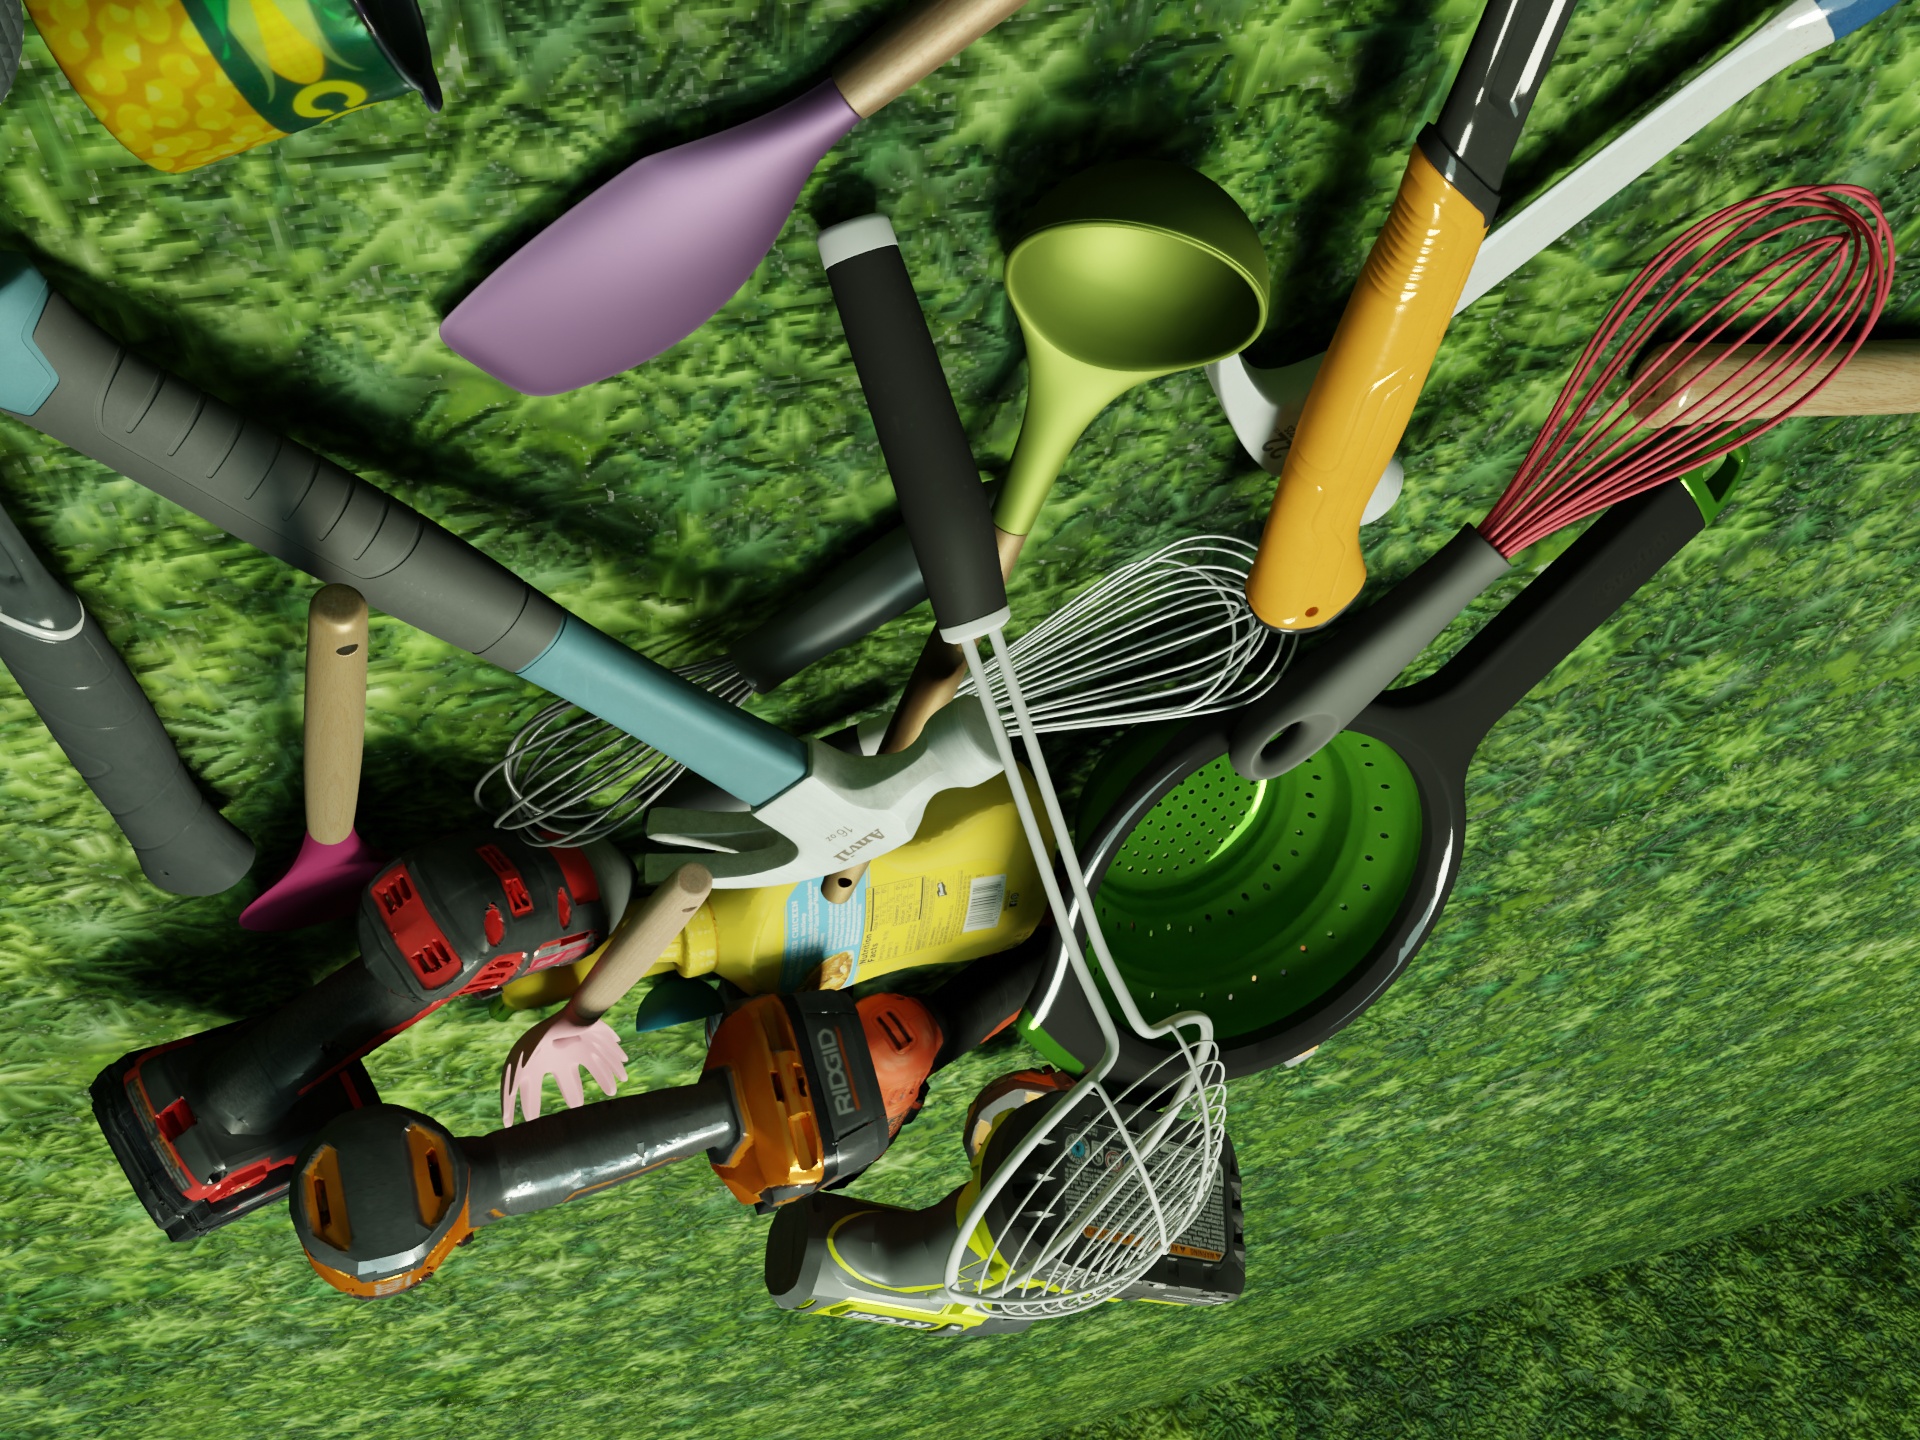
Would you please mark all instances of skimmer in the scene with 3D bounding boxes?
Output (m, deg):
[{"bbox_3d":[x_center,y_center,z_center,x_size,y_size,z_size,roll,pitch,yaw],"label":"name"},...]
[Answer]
[{"bbox_3d":[0.004,0.028,0.512,0.127,0.363,0.090,-27,-165,-36],"label":"skimmer"}]

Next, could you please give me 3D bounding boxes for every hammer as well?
[{"bbox_3d":[-0.261,-0.043,0.420,0.149,0.036,0.408,16,150,-1],"label":"hammer"},{"bbox_3d":[0.128,-0.135,0.457,0.127,0.034,0.336,-12,148,-13],"label":"hammer"},{"bbox_3d":[-0.139,-0.032,0.481,0.128,0.033,0.330,-34,132,28],"label":"hammer"},{"bbox_3d":[0.246,-0.207,0.477,0.405,0.035,0.144,-36,144,25],"label":"hammer"},{"bbox_3d":[0.420,-0.144,0.667,0.331,0.031,0.130,-6,145,-19],"label":"hammer"}]

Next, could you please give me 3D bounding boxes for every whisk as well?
[{"bbox_3d":[-0.079,-0.022,0.584,0.239,0.055,0.055,-31,146,11],"label":"whisk"},{"bbox_3d":[-0.001,-0.001,0.645,0.284,0.070,0.070,-20,148,10],"label":"whisk"},{"bbox_3d":[0.209,-0.079,0.585,0.296,0.073,0.073,-45,141,18],"label":"whisk"}]

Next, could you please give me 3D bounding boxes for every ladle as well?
[{"bbox_3d":[0.007,-0.039,0.539,0.078,0.062,0.320,17,126,-13],"label":"ladle"}]

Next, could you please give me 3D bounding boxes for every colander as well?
[{"bbox_3d":[0.176,0.002,0.719,0.397,0.095,0.204,-45,126,6],"label":"colander"}]

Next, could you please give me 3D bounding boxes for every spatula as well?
[{"bbox_3d":[-0.008,-0.176,0.410,0.316,0.018,0.059,-31,150,20],"label":"spatula"}]

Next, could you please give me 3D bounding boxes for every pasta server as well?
[{"bbox_3d":[-0.146,0.118,0.657,0.060,0.040,0.316,-12,163,-28],"label":"pasta server"}]

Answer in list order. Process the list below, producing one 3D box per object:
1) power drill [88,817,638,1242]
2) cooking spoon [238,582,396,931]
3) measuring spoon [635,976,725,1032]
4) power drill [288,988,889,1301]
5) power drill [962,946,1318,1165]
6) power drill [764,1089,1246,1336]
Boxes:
[{"bbox_3d":[-0.235,0.116,0.659,0.219,0.078,0.143,-36,171,17],"label":"power drill"},{"bbox_3d":[-0.213,0.027,0.540,0.068,0.017,0.319,-14,165,-27],"label":"cooking spoon"},{"bbox_3d":[-0.138,0.134,0.777,0.042,0.021,0.128,-12,176,-11],"label":"measuring spoon"},{"bbox_3d":[-0.160,0.186,0.674,0.226,0.084,0.164,-9,161,-24],"label":"power drill"},{"bbox_3d":[0.105,0.194,0.922,0.226,0.084,0.185,-30,170,-3],"label":"power drill"},{"bbox_3d":[0.029,0.254,0.774,0.171,0.080,0.223,20,145,-26],"label":"power drill"}]
